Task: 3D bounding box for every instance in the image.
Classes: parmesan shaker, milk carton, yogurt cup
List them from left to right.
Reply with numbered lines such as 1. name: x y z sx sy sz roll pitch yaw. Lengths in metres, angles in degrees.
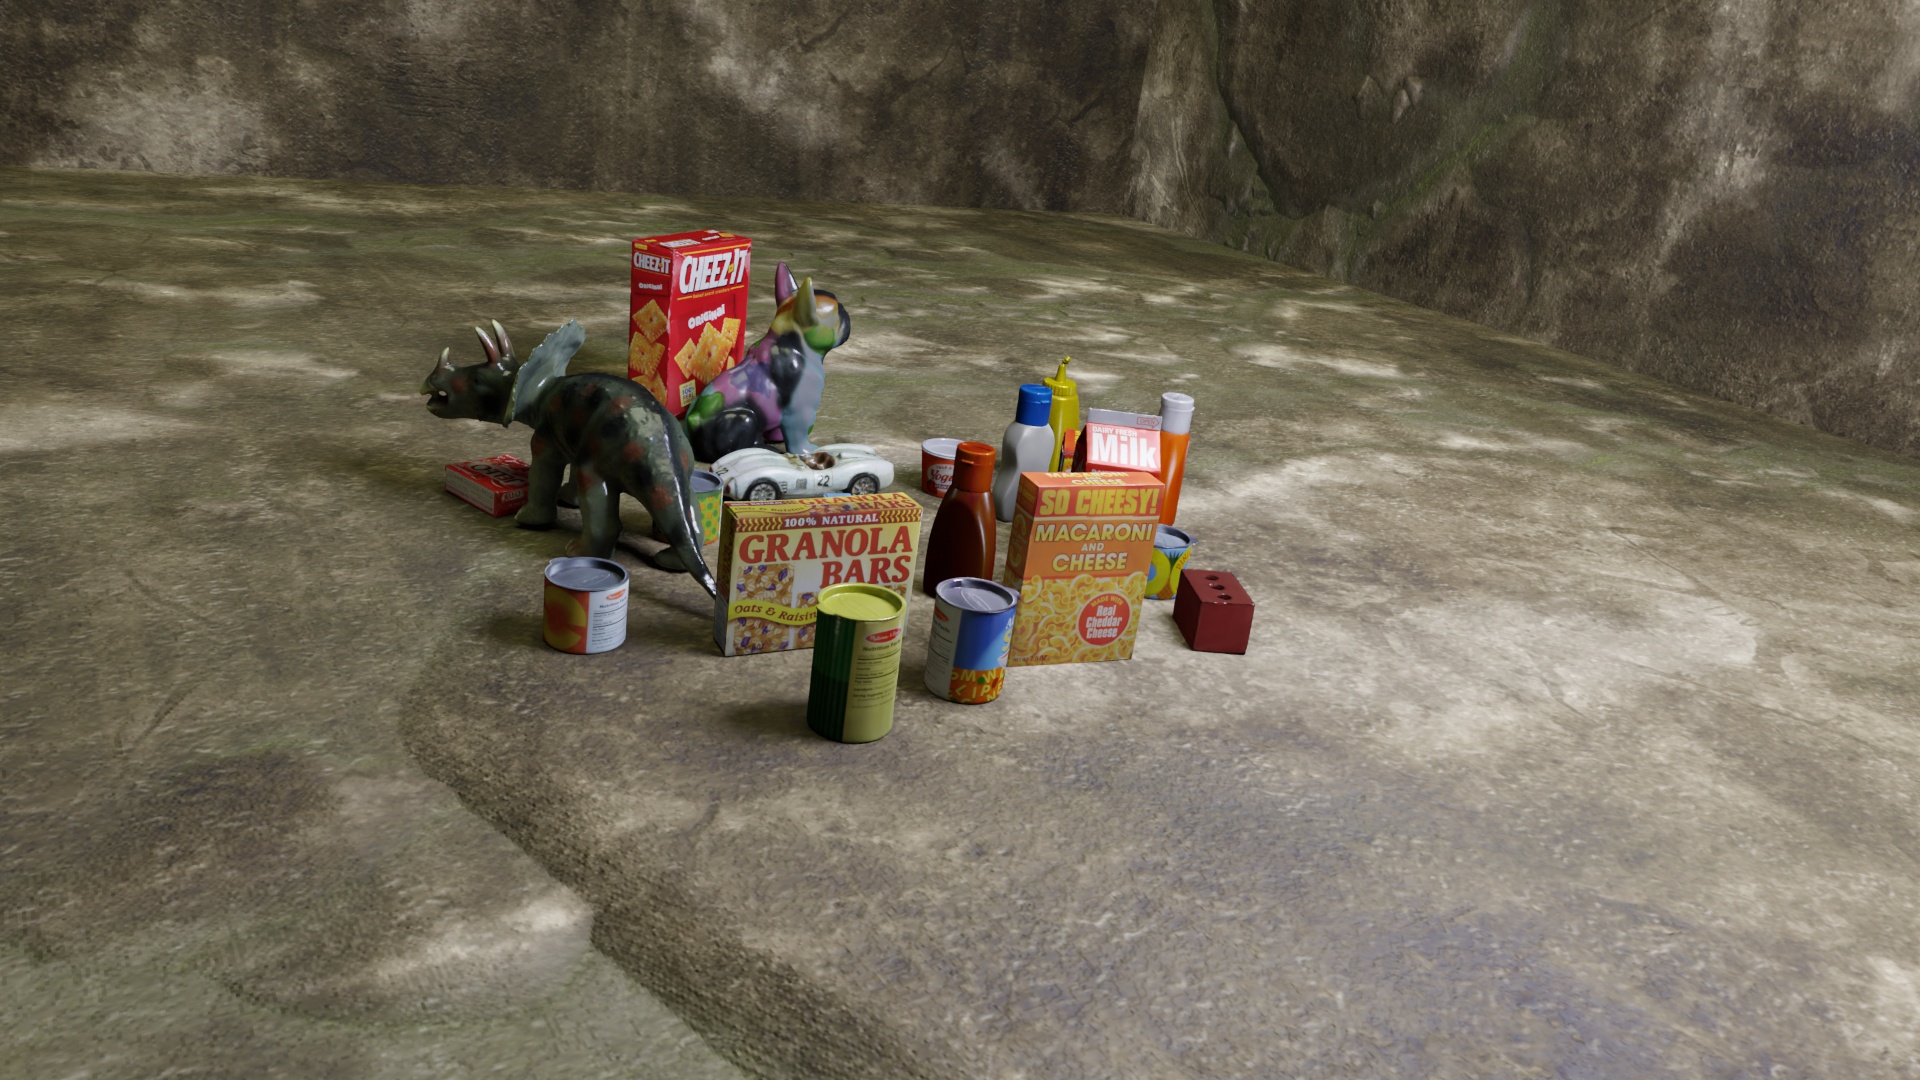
1. parmesan shaker: -0.081 0.092 1.039 0.071 0.102 0.071 7 21 -3
2. yogurt cup: -0.014 -0.081 1.577 0.072 0.053 0.072 7 21 -3
3. milk carton: 0.139 -0.031 1.314 0.072 0.189 0.074 6 21 -6

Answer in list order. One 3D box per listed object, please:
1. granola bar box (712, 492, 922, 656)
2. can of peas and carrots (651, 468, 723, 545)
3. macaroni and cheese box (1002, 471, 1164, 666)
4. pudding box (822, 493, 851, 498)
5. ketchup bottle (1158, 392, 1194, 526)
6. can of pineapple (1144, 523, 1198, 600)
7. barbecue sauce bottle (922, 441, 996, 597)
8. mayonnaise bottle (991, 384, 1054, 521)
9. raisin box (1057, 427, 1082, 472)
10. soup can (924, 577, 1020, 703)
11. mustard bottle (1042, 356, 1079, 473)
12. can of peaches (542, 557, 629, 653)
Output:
1. granola bar box: -0.120 0.026 1.164 0.166 0.123 0.039 -4 24 -29
2. can of peas and carrots: -0.268 -0.032 1.351 0.071 0.058 0.071 7 21 -3
3. macaroni and cheese box: 0.100 0.023 1.194 0.124 0.165 0.040 -1 23 -24
4. pudding box: -0.114 -0.010 1.363 0.030 0.049 0.084 0 22 -21
5. ketchup bottle: 0.232 -0.090 1.559 0.043 0.148 0.065 13 21 13
6. can of pineapple: 0.196 0.021 1.386 0.071 0.057 0.071 7 21 -3
7. barbecue sauce bottle: 0.005 -0.016 1.285 0.065 0.148 0.044 16 22 20
8. mayonnaise bottle: 0.072 -0.095 1.514 0.065 0.147 0.041 -7 25 -34
9. raisin box: 0.115 -0.044 1.432 0.040 0.123 0.086 9 21 2
10. soup can: 0.010 0.081 1.127 0.071 0.083 0.071 7 21 -3
11. mustard bottle: 0.107 -0.139 1.623 0.049 0.159 0.065 -12 29 -43
12. can of peaches: -0.304 0.052 1.123 0.071 0.057 0.071 7 21 -3
